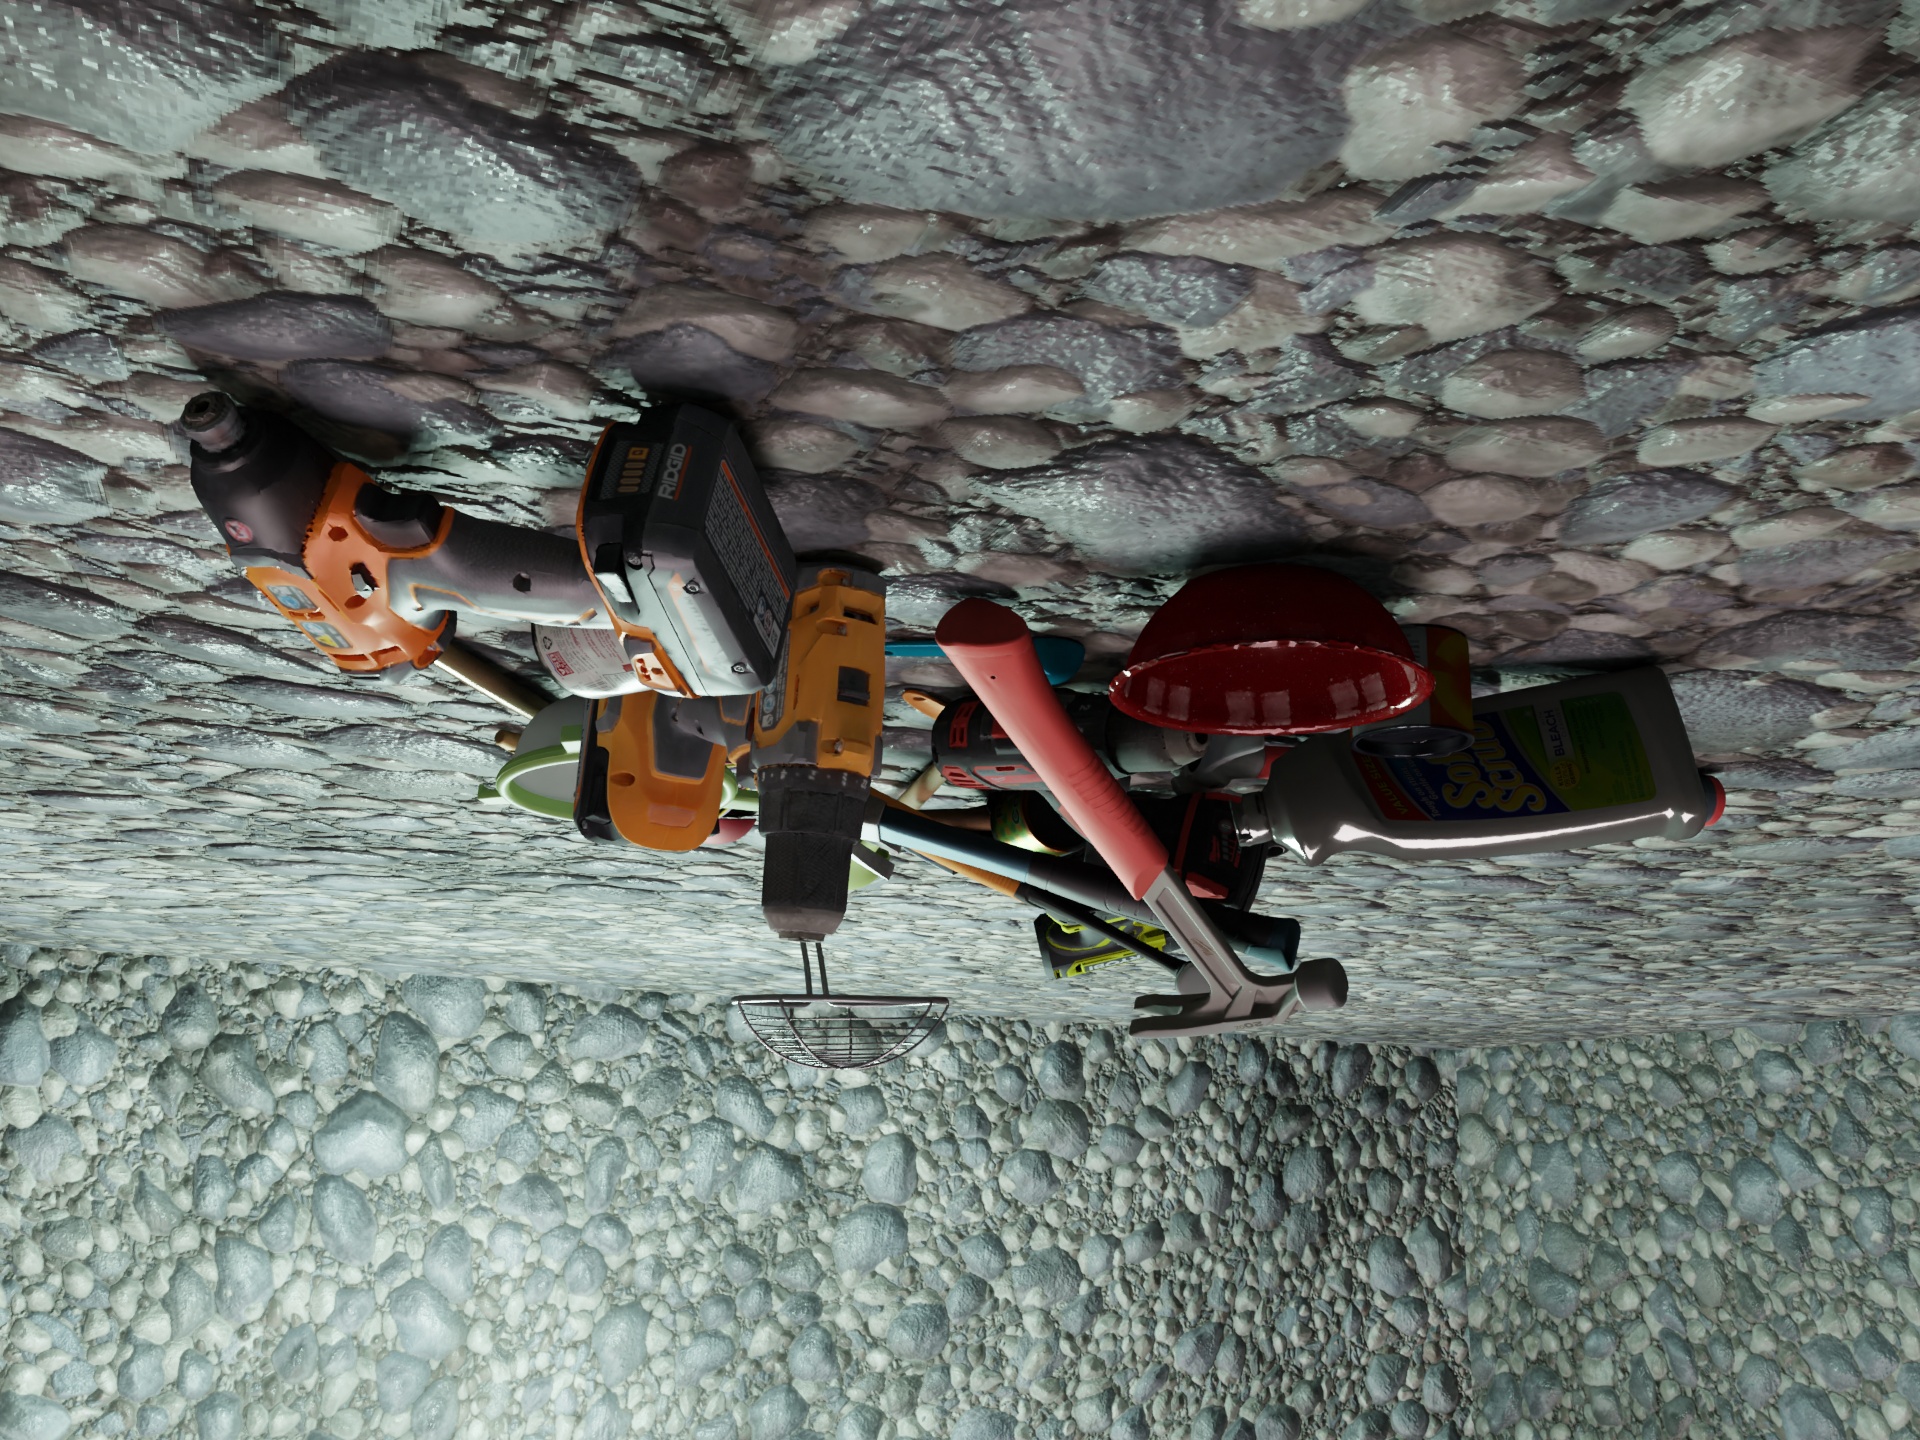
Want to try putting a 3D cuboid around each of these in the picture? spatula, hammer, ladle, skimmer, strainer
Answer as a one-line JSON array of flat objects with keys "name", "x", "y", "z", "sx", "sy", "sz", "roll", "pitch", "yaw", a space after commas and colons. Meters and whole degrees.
[{"name": "spatula", "x": 0.053, "y": 0.076, "z": 1.246, "sx": 0.315, "sy": 0.018, "sz": 0.060, "roll": 1, "pitch": 165, "yaw": -26}, {"name": "hammer", "x": 0.349, "y": 0.036, "z": 1.082, "sx": 0.386, "sy": 0.038, "sz": 0.143, "roll": 5, "pitch": 163, "yaw": -9}, {"name": "ladle", "x": -0.260, "y": 0.056, "z": 1.258, "sx": 0.069, "sy": 0.031, "sz": 0.315, "roll": -5, "pitch": 161, "yaw": 24}, {"name": "skimmer", "x": -0.097, "y": 0.106, "z": 1.050, "sx": 0.127, "sy": 0.090, "sz": 0.364, "roll": 3, "pitch": -152, "yaw": -15}, {"name": "hammer", "x": 0.058, "y": 0.098, "z": 1.027, "sx": 0.331, "sy": 0.033, "sz": 0.128, "roll": 16, "pitch": 155, "yaw": 7}, {"name": "strainer", "x": -0.176, "y": 0.023, "z": 1.049, "sx": 0.256, "sy": 0.069, "sz": 0.151, "roll": 10, "pitch": 157, "yaw": -35}, {"name": "ladle", "x": -0.060, "y": 0.074, "z": 1.289, "sx": 0.078, "sy": 0.062, "sz": 0.320, "roll": 9, "pitch": 156, "yaw": -17}, {"name": "hammer", "x": 0.086, "y": 0.069, "z": 0.921, "sx": 0.149, "sy": 0.037, "sz": 0.358, "roll": -15, "pitch": 129, "yaw": 33}, {"name": "hammer", "x": 0.034, "y": 0.113, "z": 1.152, "sx": 0.337, "sy": 0.034, "sz": 0.127, "roll": 28, "pitch": 179, "yaw": 4}]

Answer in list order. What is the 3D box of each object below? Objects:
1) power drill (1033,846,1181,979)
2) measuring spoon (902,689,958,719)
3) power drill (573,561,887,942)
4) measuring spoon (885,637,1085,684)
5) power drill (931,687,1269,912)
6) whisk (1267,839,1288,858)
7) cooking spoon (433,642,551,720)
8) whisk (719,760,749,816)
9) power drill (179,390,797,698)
[{"name": "power drill", "x": 0.141, "y": 0.146, "z": 1.316, "sx": 0.171, "sy": 0.080, "sz": 0.223, "roll": -14, "pitch": 155, "yaw": 2}, {"name": "measuring spoon", "x": -0.002, "y": -0.003, "z": 1.043, "sx": 0.021, "sy": 0.011, "sz": 0.116, "roll": -9, "pitch": 158, "yaw": 33}, {"name": "power drill", "x": -0.121, "y": 0.026, "z": 0.843, "sx": 0.084, "sy": 0.185, "sz": 0.226, "roll": 13, "pitch": 164, "yaw": -38}, {"name": "measuring spoon", "x": 0.007, "y": -0.032, "z": 0.907, "sx": 0.128, "sy": 0.021, "sz": 0.042, "roll": 1, "pitch": 164, "yaw": 0}, {"name": "power drill", "x": 0.113, "y": 0.047, "z": 1.008, "sx": 0.188, "sy": 0.080, "sz": 0.226, "roll": -4, "pitch": 150, "yaw": 41}, {"name": "whisk", "x": 0.170, "y": 0.119, "z": 1.391, "sx": 0.239, "sy": 0.055, "sz": 0.055, "roll": -7, "pitch": 162, "yaw": 17}, {"name": "cooking spoon", "x": -0.278, "y": -0.007, "z": 1.044, "sx": 0.069, "sy": 0.017, "sz": 0.318, "roll": -2, "pitch": 164, "yaw": 11}, {"name": "whisk", "x": -0.158, "y": 0.036, "z": 1.149, "sx": 0.051, "sy": 0.047, "sz": 0.245, "roll": 0, "pitch": 165, "yaw": -41}, {"name": "power drill", "x": -0.198, "y": -0.076, "z": 0.658, "sx": 0.226, "sy": 0.084, "sz": 0.164, "roll": 2, "pitch": 151, "yaw": 14}]
